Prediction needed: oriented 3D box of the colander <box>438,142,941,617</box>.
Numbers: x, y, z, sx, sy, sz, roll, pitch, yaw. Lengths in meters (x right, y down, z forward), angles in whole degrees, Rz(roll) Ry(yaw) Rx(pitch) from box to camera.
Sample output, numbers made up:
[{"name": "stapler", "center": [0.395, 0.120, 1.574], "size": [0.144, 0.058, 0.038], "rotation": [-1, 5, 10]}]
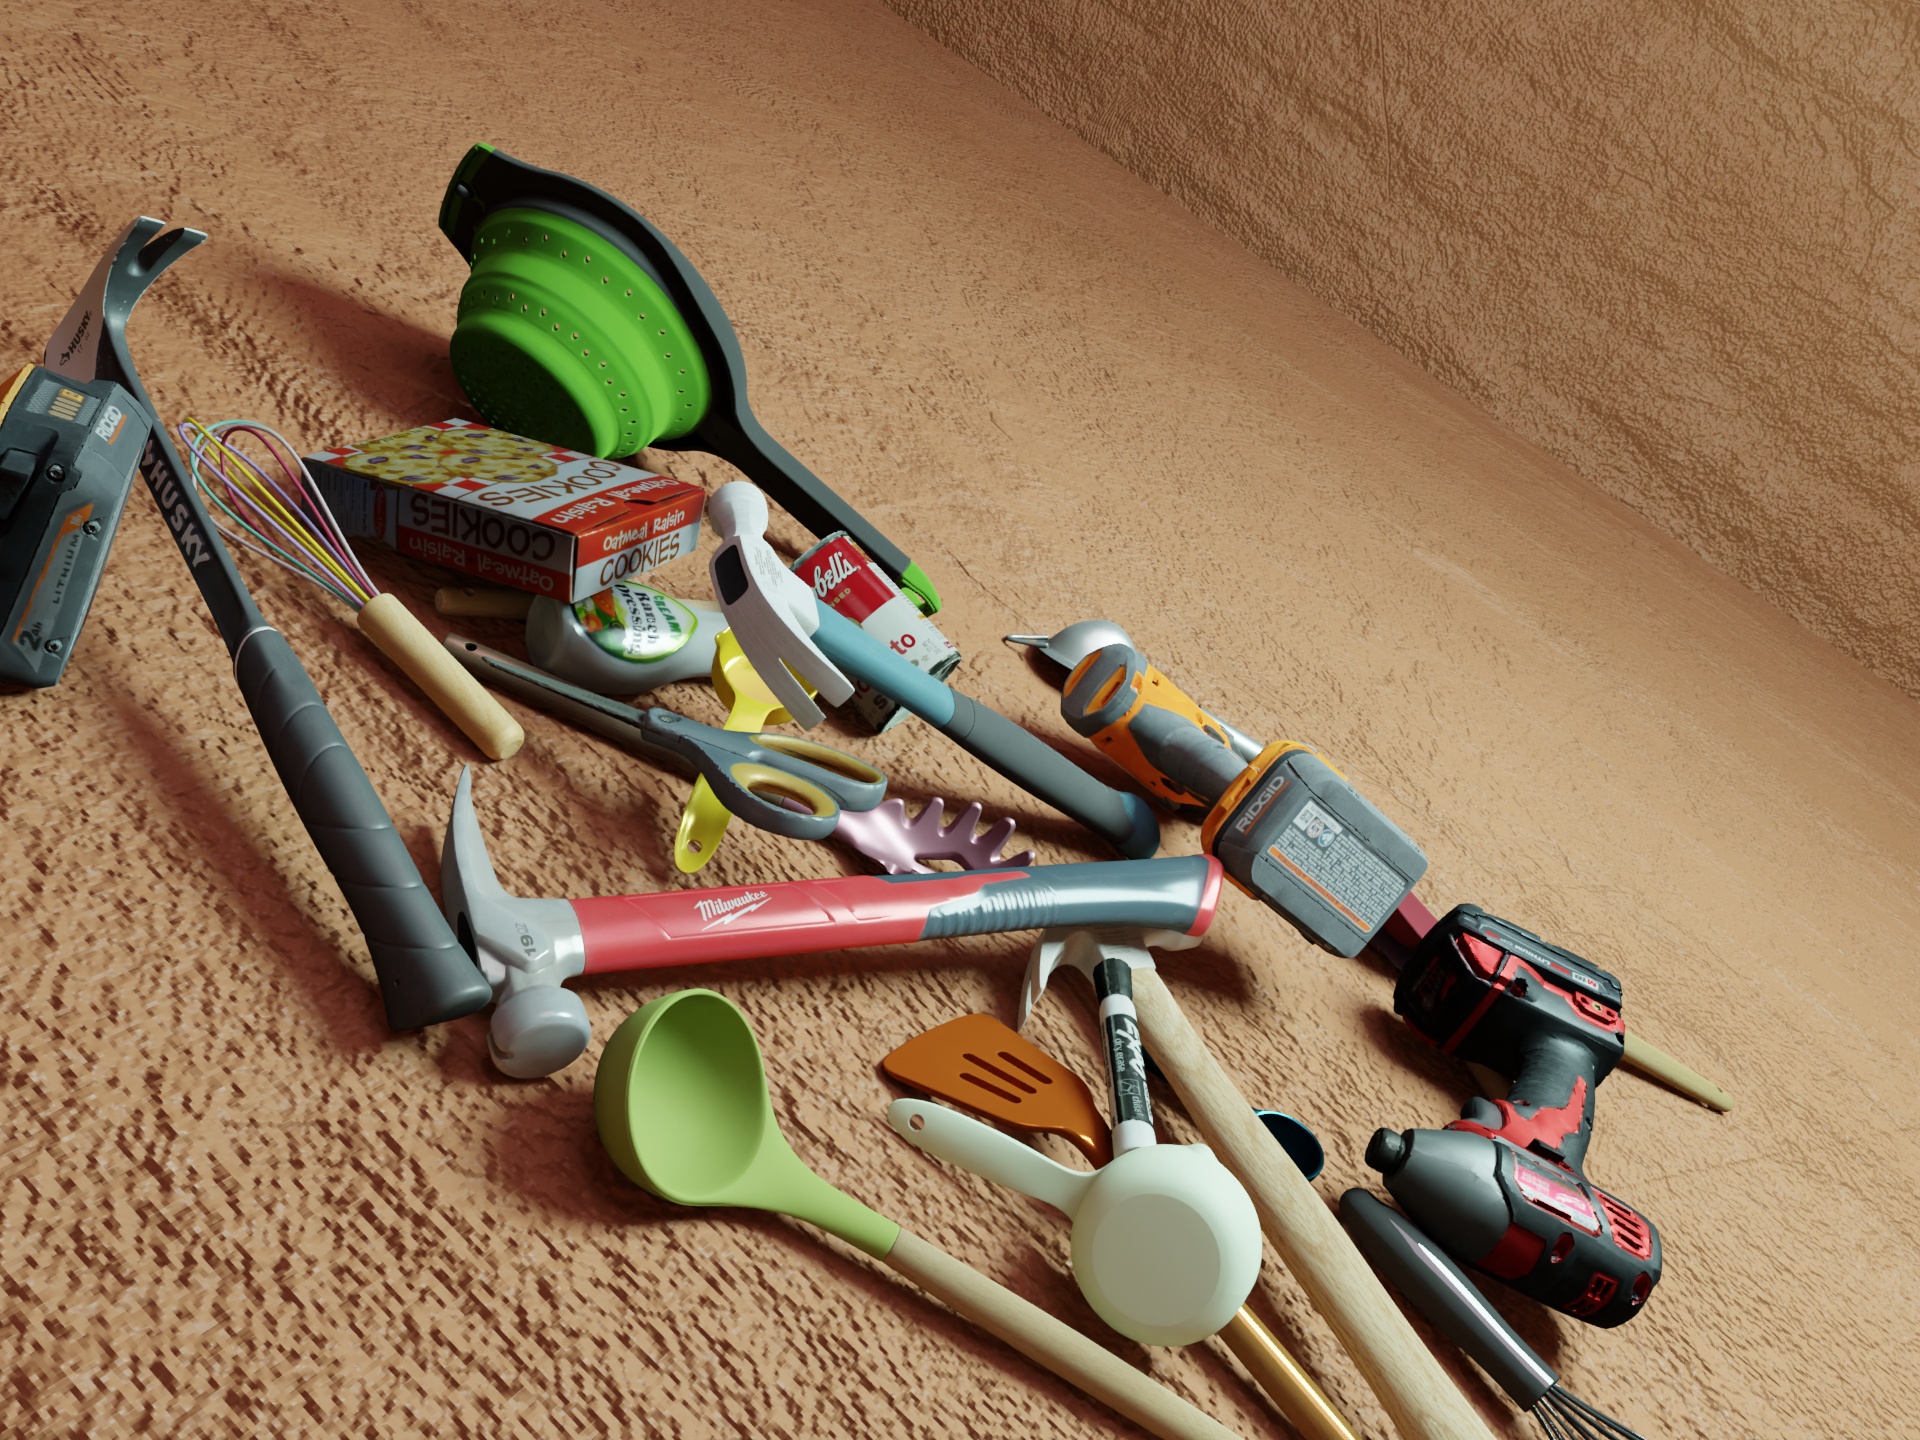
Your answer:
[{"name": "colander", "center": [-0.180, -0.170, 0.988], "size": [0.397, 0.204, 0.094], "rotation": [41, 61, -15]}]

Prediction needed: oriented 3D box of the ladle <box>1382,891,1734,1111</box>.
[{"name": "ladle", "center": [0.378, 0.179, 1.020], "size": [0.315, 0.031, 0.069], "rotation": [30, 24, -13]}]

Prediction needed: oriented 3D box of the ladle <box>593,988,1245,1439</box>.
[{"name": "ladle", "center": [0.000, 0.209, 0.606], "size": [0.320, 0.062, 0.078], "rotation": [33, 45, -3]}]

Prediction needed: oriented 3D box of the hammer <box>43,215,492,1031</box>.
[{"name": "hammer", "center": [-0.297, -0.042, 0.665], "size": [0.036, 0.149, 0.409], "rotation": [0, 48, -55]}]

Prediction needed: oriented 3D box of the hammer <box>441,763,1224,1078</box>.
[{"name": "hammer", "center": [-0.039, 0.076, 0.740], "size": [0.386, 0.038, 0.143], "rotation": [-1, 43, -33]}]

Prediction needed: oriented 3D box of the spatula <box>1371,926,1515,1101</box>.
[{"name": "spatula", "center": [0.304, 0.195, 0.952], "size": [0.059, 0.018, 0.316], "rotation": [16, 31, -33]}]

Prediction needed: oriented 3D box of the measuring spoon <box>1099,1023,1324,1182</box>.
[{"name": "measuring spoon", "center": [0.120, 0.192, 0.792], "size": [0.129, 0.021, 0.042], "rotation": [32, 35, 22]}]

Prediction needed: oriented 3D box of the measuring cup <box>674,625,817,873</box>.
[{"name": "measuring cup", "center": [-0.112, 0.014, 0.789], "size": [0.062, 0.029, 0.157], "rotation": [23, 55, -7]}]

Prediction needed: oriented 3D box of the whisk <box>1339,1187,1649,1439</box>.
[{"name": "whisk", "center": [0.259, 0.303, 0.715], "size": [0.055, 0.055, 0.239], "rotation": [-4, 40, -47]}]

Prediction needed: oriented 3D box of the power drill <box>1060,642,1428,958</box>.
[{"name": "power drill", "center": [0.167, 0.047, 0.938], "size": [0.164, 0.084, 0.227], "rotation": [37, 3, -31]}]

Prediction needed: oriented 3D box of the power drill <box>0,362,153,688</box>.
[{"name": "power drill", "center": [-0.430, -0.121, 0.586], "size": [0.226, 0.185, 0.084], "rotation": [20, 29, -26]}]

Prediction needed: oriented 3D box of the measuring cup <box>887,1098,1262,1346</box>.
[{"name": "measuring cup", "center": [0.041, 0.196, 0.651], "size": [0.167, 0.083, 0.038], "rotation": [22, 2, 14]}]

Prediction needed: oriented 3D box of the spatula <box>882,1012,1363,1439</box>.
[{"name": "spatula", "center": [0.096, 0.243, 0.678], "size": [0.323, 0.041, 0.081], "rotation": [47, 32, 19]}]

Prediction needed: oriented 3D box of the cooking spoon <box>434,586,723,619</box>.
[{"name": "cooking spoon", "center": [-0.151, -0.062, 0.923], "size": [0.318, 0.017, 0.069], "rotation": [0, 52, -43]}]

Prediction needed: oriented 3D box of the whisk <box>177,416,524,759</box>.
[{"name": "whisk", "center": [-0.298, -0.068, 0.776], "size": [0.245, 0.047, 0.051], "rotation": [43, 42, 12]}]

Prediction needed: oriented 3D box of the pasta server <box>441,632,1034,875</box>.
[{"name": "pasta server", "center": [-0.112, 0.023, 0.808], "size": [0.316, 0.040, 0.060], "rotation": [25, 43, -9]}]

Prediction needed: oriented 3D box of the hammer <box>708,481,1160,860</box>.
[{"name": "hammer", "center": [-0.001, -0.003, 0.856], "size": [0.330, 0.033, 0.128], "rotation": [32, 29, -37]}]

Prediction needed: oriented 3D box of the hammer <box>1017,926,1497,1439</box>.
[{"name": "hammer", "center": [0.133, 0.202, 0.731], "size": [0.130, 0.031, 0.332], "rotation": [-2, 39, -31]}]

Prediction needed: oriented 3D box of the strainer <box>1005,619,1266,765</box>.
[{"name": "strainer", "center": [0.153, -0.011, 1.113], "size": [0.258, 0.050, 0.087], "rotation": [31, 14, -7]}]

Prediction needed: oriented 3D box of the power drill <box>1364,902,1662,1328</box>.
[{"name": "power drill", "center": [0.285, 0.201, 0.839], "size": [0.143, 0.078, 0.220], "rotation": [26, 33, 2]}]
